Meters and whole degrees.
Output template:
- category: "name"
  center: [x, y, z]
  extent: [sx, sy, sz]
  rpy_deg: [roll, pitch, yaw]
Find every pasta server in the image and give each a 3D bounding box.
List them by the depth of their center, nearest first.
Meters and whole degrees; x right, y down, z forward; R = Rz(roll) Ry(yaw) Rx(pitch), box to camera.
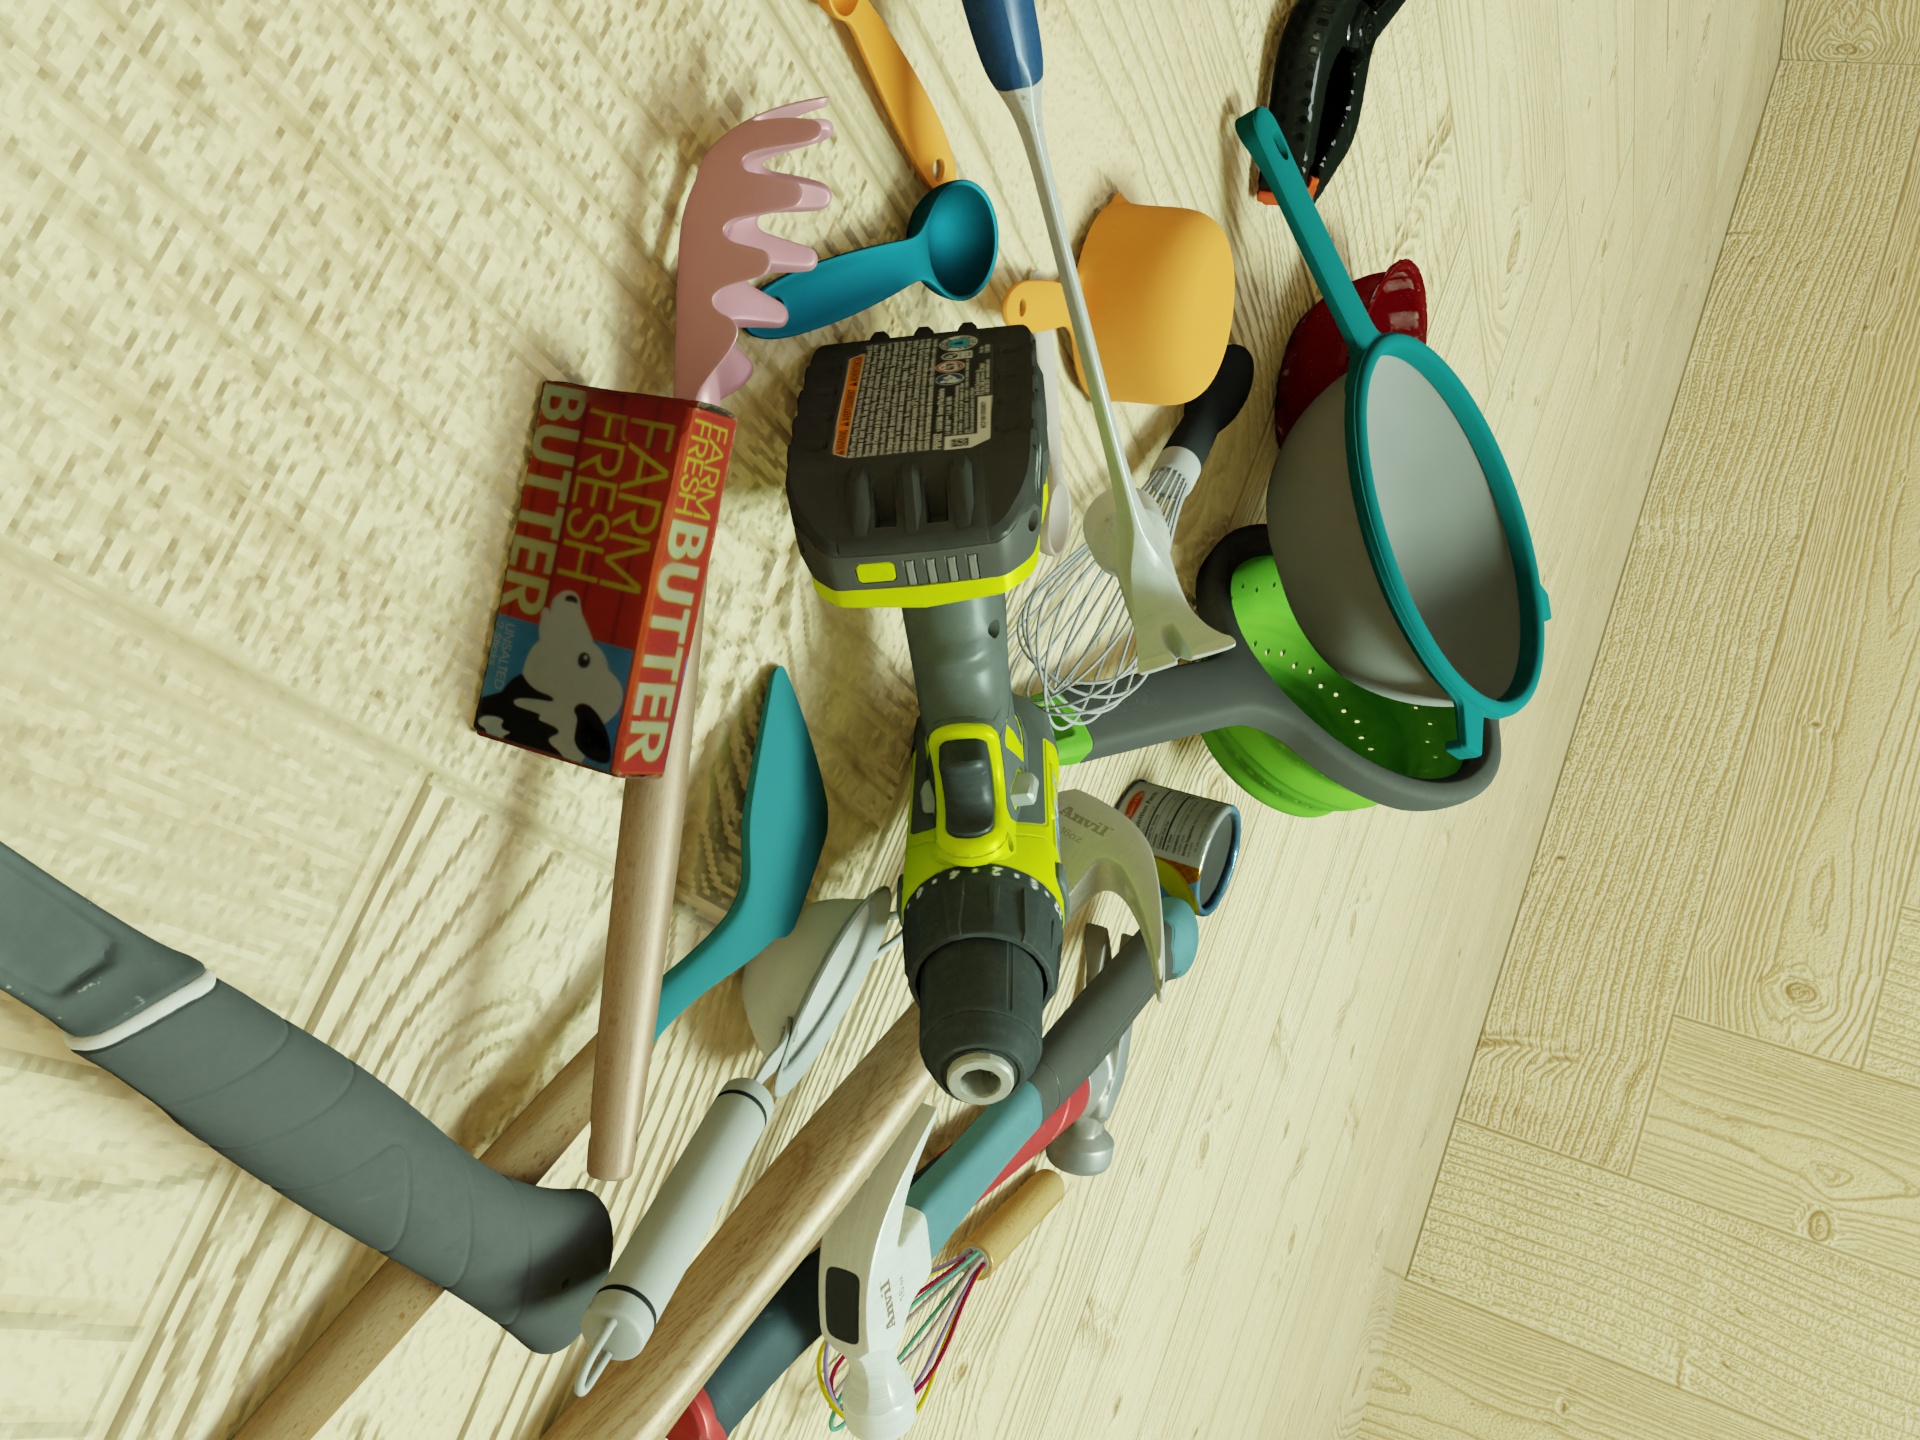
- category: "pasta server"
  center: [-0.076, -0.024, 0.462]
  extent: [0.060, 0.040, 0.316]
  rpy_deg: [144, -47, -88]

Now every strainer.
- category: "strainer"
  center: [-0.071, 0.122, 0.529]
  extent: [0.258, 0.050, 0.086]
  rpy_deg: [-60, 171, -63]
- category: "strainer"
  center: [0.198, -0.148, 0.848]
  extent: [0.211, 0.095, 0.340]
  rpy_deg: [-43, 108, -49]

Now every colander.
- category: "colander"
  center: [0.148, 0.001, 0.877]
  extent: [0.397, 0.205, 0.094]
  rpy_deg: [-12, 150, -43]

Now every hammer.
- category: "hammer"
  center: [-0.182, 0.053, 0.319]
  extent: [0.149, 0.036, 0.408]
  rpy_deg: [-59, 145, -25]
- category: "hammer"
  center: [0.023, -0.195, 0.514]
  extent: [0.144, 0.035, 0.405]
  rpy_deg: [-101, 173, -57]
- category: "hammer"
  center: [-0.033, 0.151, 0.617]
  extent: [0.331, 0.130, 0.031]
  rpy_deg: [-48, 146, -27]
- category: "hammer"
  center: [-0.011, 0.211, 0.746]
  extent: [0.386, 0.038, 0.143]
  rpy_deg: [-17, 117, -59]
- category: "hammer"
  center: [0.036, 0.174, 0.747]
  extent: [0.331, 0.033, 0.128]
  rpy_deg: [-35, 125, -52]

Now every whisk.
- category: "whisk"
  center: [0.094, -0.100, 0.767]
  extent: [0.285, 0.070, 0.070]
  rpy_deg: [-59, 149, -37]
- category: "whisk"
  center: [-0.001, 0.286, 0.800]
  extent: [0.245, 0.047, 0.051]
  rpy_deg: [-18, 118, -62]

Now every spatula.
- category: "spatula"
  center: [-0.127, 0.113, 0.499]
  extent: [0.317, 0.044, 0.082]
  rpy_deg: [-49, 145, -32]

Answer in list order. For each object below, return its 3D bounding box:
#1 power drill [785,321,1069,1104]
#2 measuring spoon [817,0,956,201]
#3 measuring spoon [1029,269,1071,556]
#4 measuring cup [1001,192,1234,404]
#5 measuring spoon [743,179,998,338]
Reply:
- category: "power drill"
  center: [-0.001, -0.002, 0.552]
  extent: [0.191, 0.080, 0.228]
  rpy_deg: [-88, 171, -55]
- category: "measuring spoon"
  center: [-0.024, -0.214, 0.540]
  extent: [0.021, 0.011, 0.116]
  rpy_deg: [-69, 156, -11]
- category: "measuring spoon"
  center: [0.032, -0.130, 0.685]
  extent: [0.034, 0.018, 0.124]
  rpy_deg: [-50, 138, -58]
- category: "measuring cup"
  center: [0.072, -0.175, 0.675]
  extent: [0.173, 0.052, 0.095]
  rpy_deg: [-30, 128, -61]
- category: "measuring spoon"
  center: [-0.034, -0.155, 0.548]
  extent: [0.128, 0.021, 0.042]
  rpy_deg: [-34, 127, -40]
